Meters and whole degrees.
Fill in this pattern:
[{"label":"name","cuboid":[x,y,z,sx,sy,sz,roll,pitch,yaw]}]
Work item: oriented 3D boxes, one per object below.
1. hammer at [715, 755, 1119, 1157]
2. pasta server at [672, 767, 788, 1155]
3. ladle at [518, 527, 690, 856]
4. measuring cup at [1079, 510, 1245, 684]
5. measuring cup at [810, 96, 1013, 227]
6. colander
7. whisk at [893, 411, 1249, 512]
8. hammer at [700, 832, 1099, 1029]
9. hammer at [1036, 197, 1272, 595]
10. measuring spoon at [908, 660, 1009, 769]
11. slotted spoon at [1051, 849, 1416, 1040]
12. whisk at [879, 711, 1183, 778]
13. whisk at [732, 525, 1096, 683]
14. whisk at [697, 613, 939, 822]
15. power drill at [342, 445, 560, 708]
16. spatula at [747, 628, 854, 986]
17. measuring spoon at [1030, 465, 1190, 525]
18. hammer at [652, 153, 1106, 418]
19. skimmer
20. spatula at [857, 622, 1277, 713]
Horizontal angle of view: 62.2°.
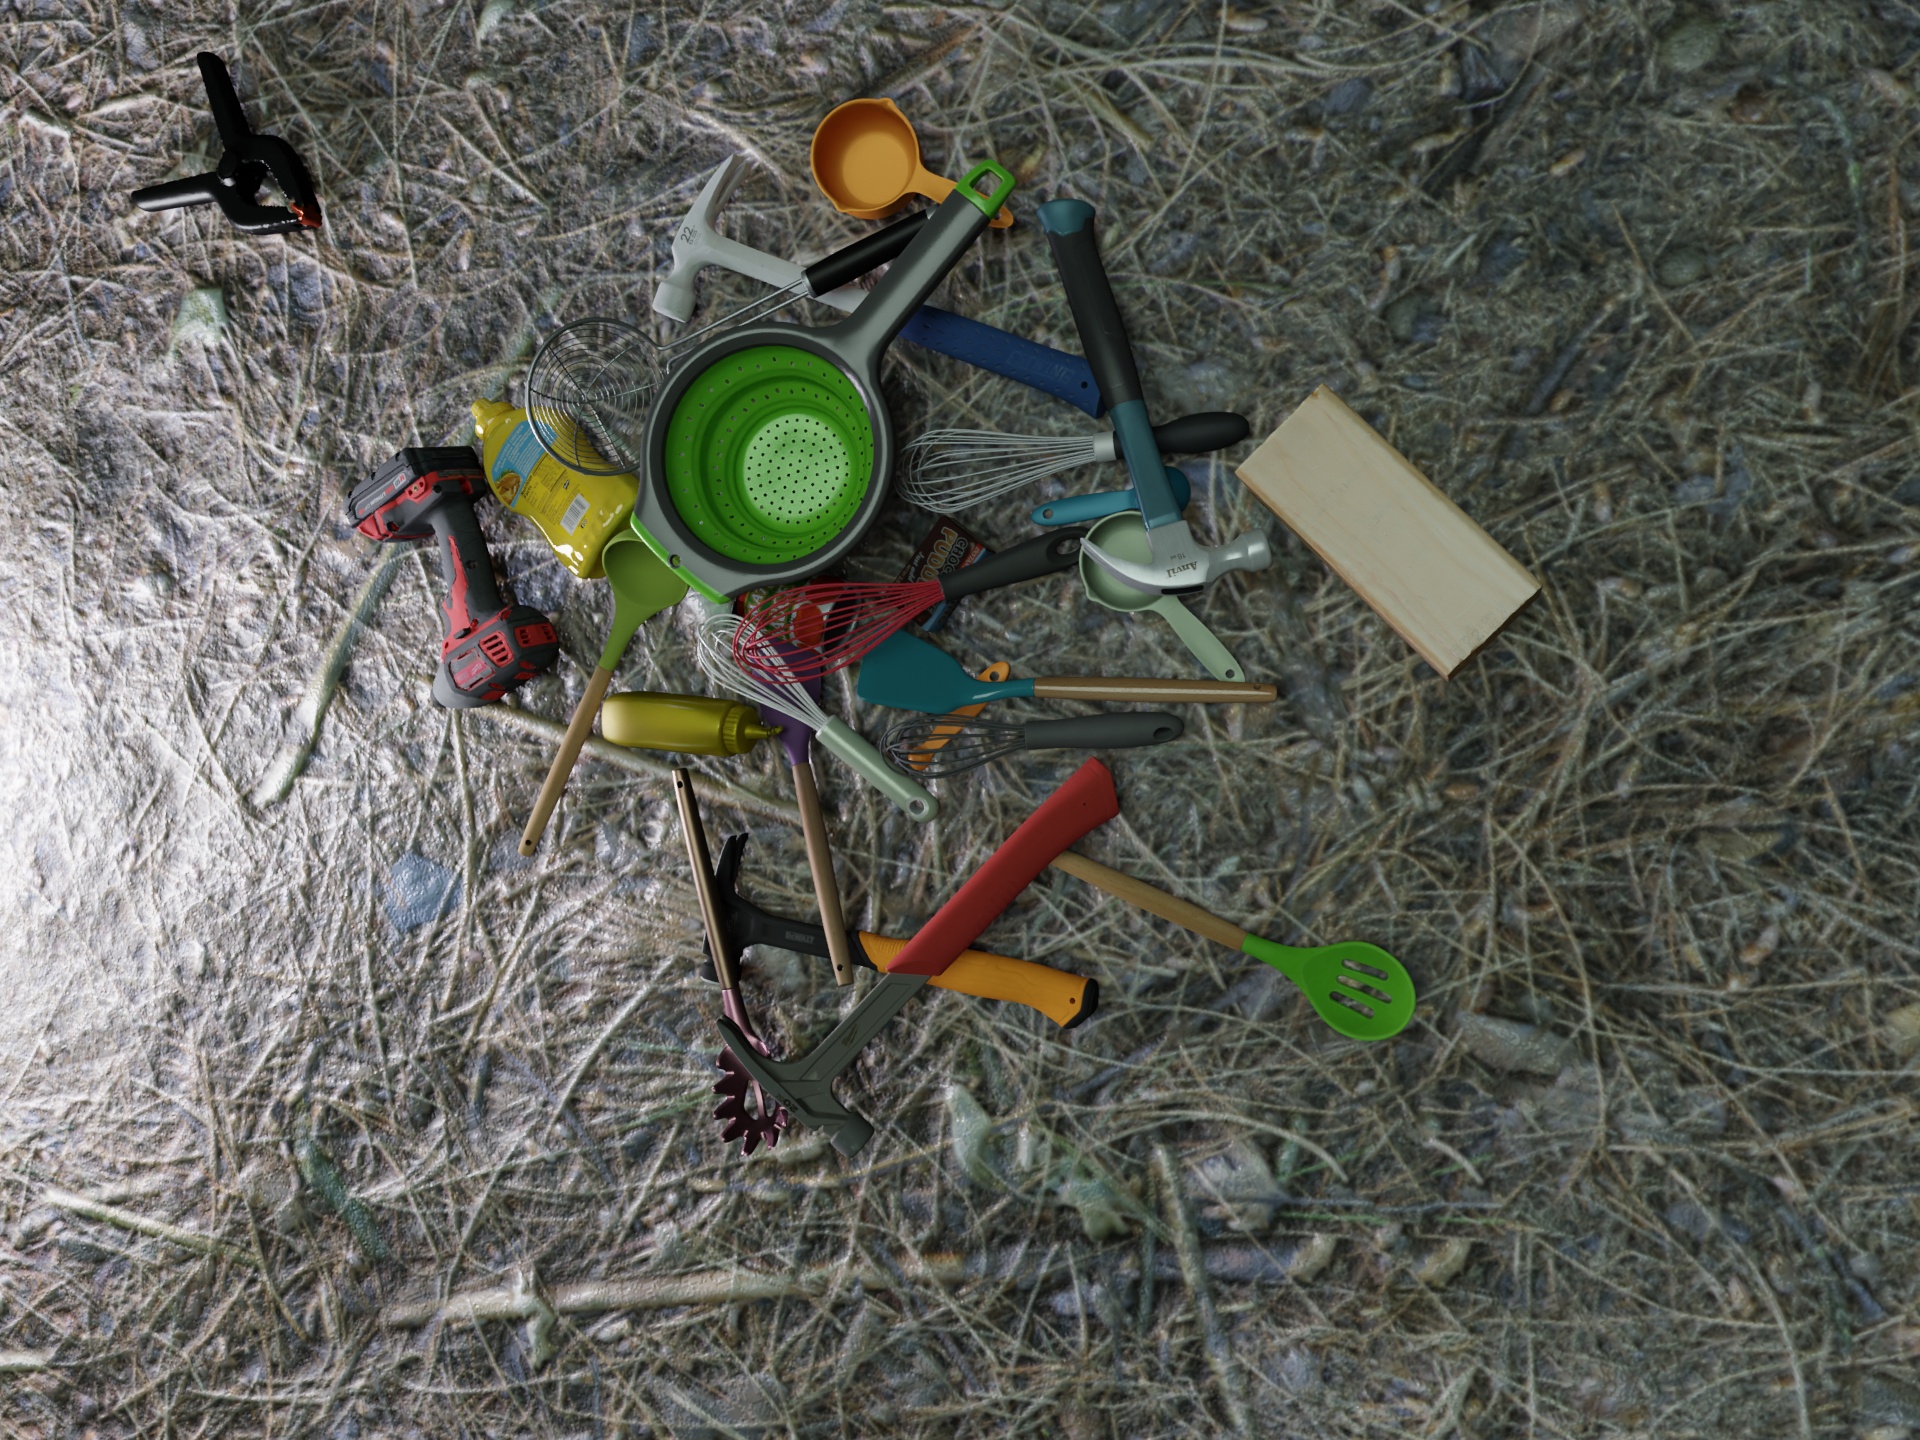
[{"label":"hammer","cuboid":[-0.018,0.160,1.225,0.149,0.036,0.359,44,91,2]},{"label":"pasta server","cuboid":[-0.196,0.192,1.297,0.060,0.040,0.316,-14,85,7]},{"label":"ladle","cuboid":[-0.318,-0.020,1.368,0.078,0.062,0.320,25,101,-5]},{"label":"measuring cup","cuboid":[0.159,-0.089,1.220,0.083,0.038,0.167,-42,94,9]},{"label":"measuring cup","cuboid":[-0.035,-0.432,1.281,0.173,0.052,0.095,25,98,3]},{"label":"colander","cuboid":[-0.089,-0.267,1.255,0.204,0.094,0.397,42,97,9]},{"label":"whisk","cuboid":[0.081,-0.208,1.234,0.284,0.070,0.070,-6,87,14]},{"label":"hammer","cuboid":[-0.051,0.182,1.284,0.337,0.034,0.127,10,94,19]},{"label":"hammer","cuboid":[0.122,-0.247,1.193,0.128,0.033,0.331,-17,75,5]},{"label":"measuring spoon","cuboid":[-0.002,-0.004,1.280,0.021,0.011,0.117,46,103,14]},{"label":"slotted spoon","cuboid":[0.192,0.155,1.205,0.314,0.031,0.070,23,97,20]},{"label":"whisk","cuboid":[0.054,0.015,1.239,0.239,0.055,0.055,-4,88,11]},{"label":"whisk","cuboid":[-0.034,-0.096,1.228,0.296,0.073,0.073,-19,83,-6]},{"label":"whisk","cuboid":[-0.115,0.000,1.282,0.246,0.059,0.058,40,108,0]},{"label":"power drill","cuboid":[-0.448,-0.119,1.399,0.143,0.078,0.220,-27,85,32]},{"label":"spatula","cuboid":[-0.123,0.060,1.295,0.060,0.018,0.316,-16,74,12]},{"label":"measuring spoon","cuboid":[0.114,-0.170,1.237,0.128,0.021,0.042,-9,86,18]},{"label":"hammer","cuboid":[-0.060,-0.338,1.292,0.406,0.035,0.144,24,97,18]},{"label":"skimmer","cuboid":[-0.176,-0.313,1.267,0.363,0.090,0.127,-23,115,15]},{"label":"spatula","cuboid":[0.081,-0.031,1.221,0.317,0.044,0.082,2,49,14]}]
